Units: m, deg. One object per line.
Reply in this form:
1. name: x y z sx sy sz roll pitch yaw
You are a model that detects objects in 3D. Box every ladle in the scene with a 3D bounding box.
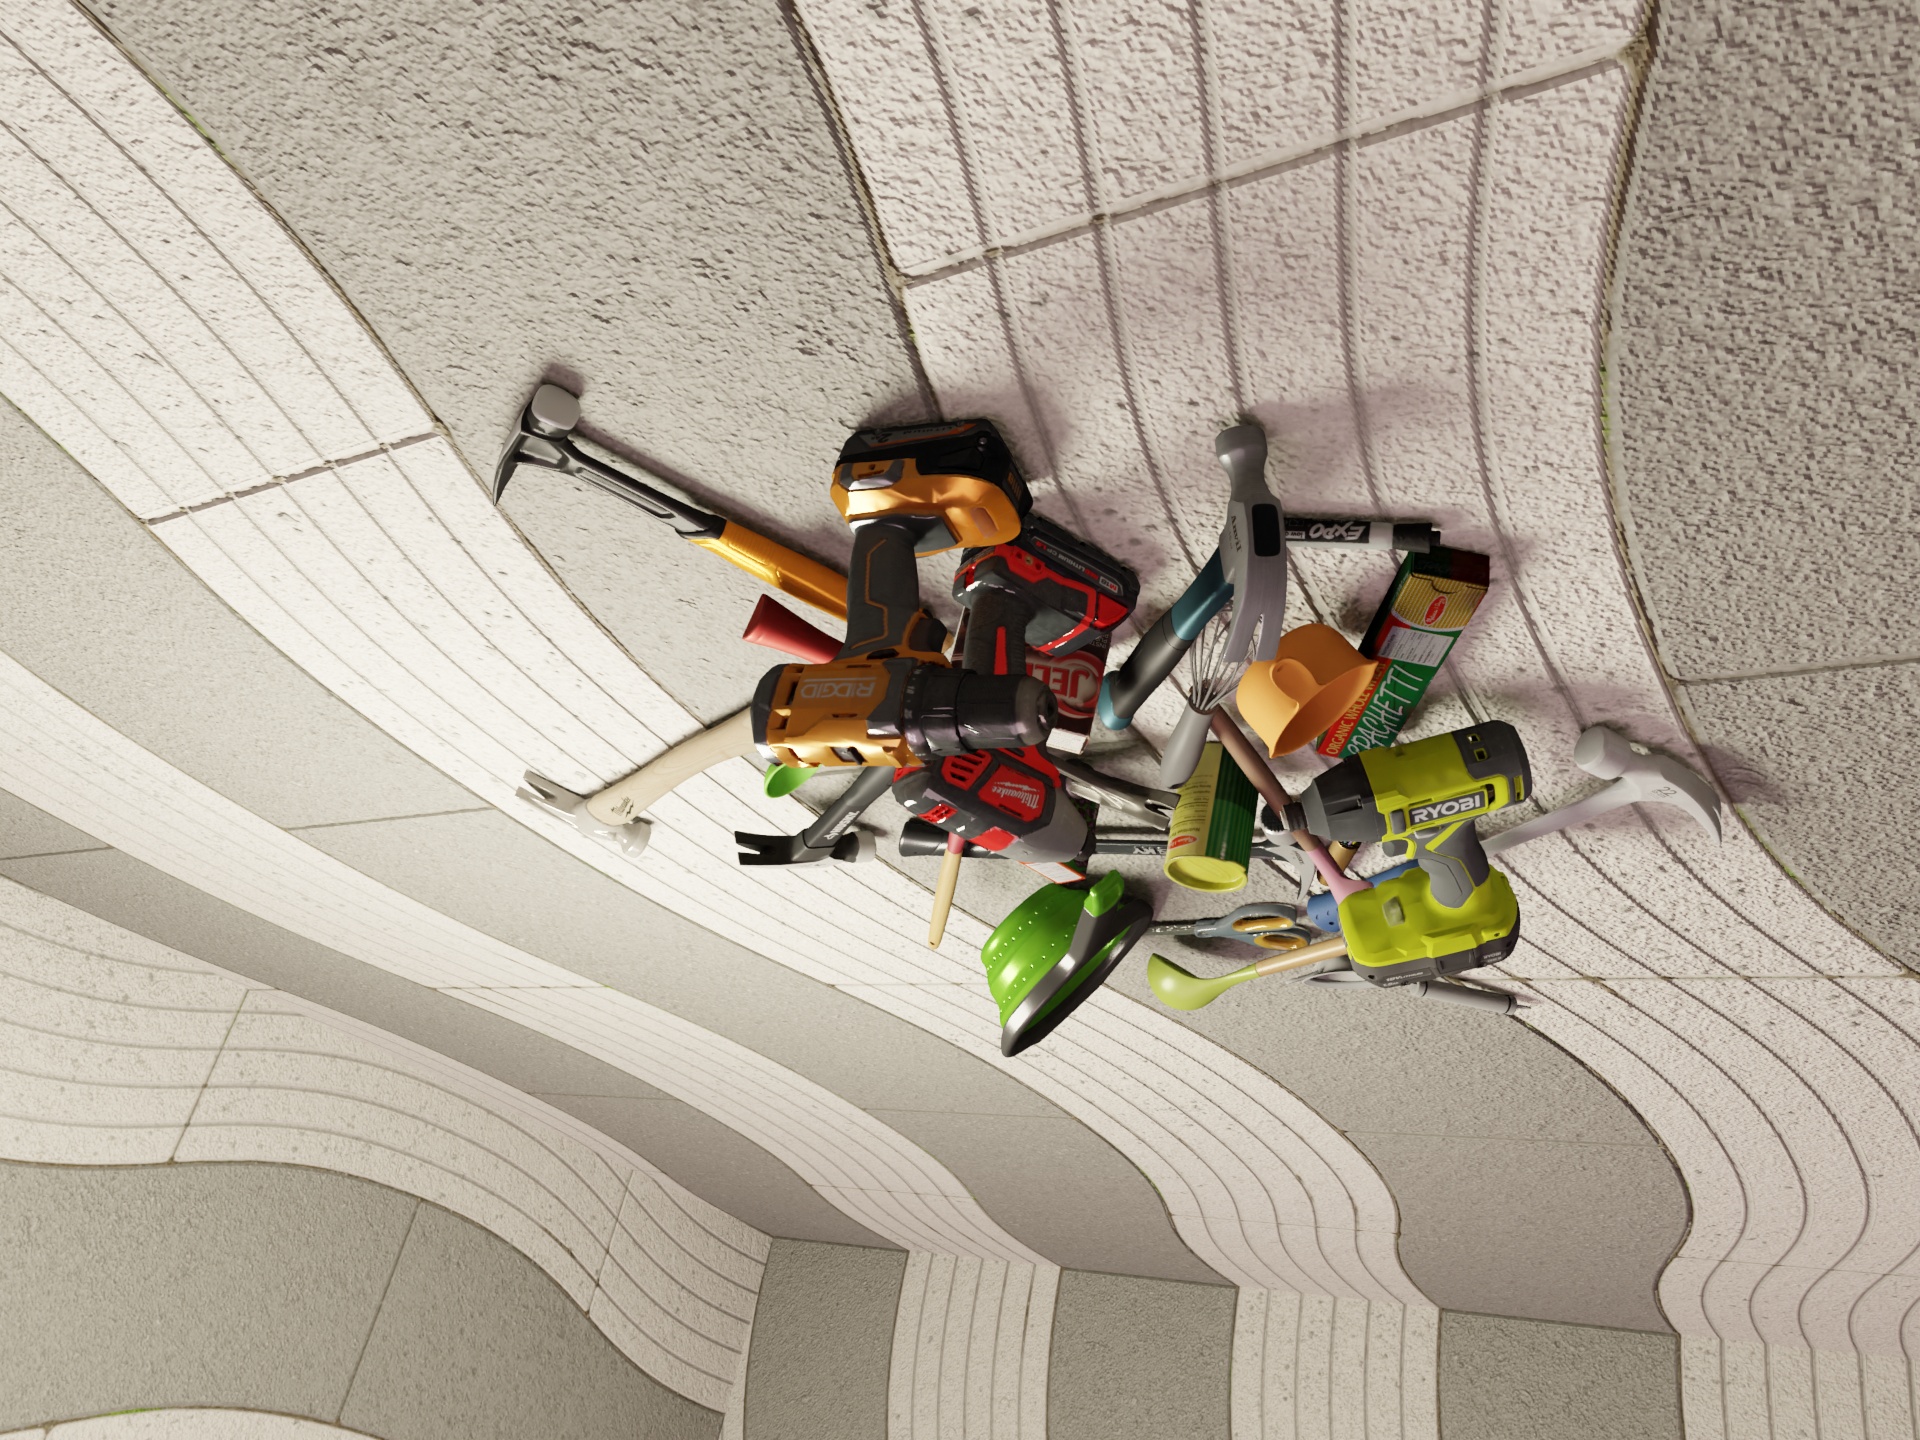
1. ladle: -0.008 0.134 1.485 0.069 0.031 0.315 26 144 11
2. ladle: 0.310 0.222 1.533 0.078 0.062 0.320 30 141 -33

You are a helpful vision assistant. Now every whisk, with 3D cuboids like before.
1. whisk: 0.179 -0.014 1.158 0.055 0.055 0.238 13 148 2
2. whisk: 0.323 0.085 1.309 0.047 0.051 0.244 30 159 14

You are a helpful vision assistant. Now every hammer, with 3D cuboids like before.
1. hammer: -0.089 0.062 1.418 0.146 0.035 0.334 -1 156 -28
2. hammer: -0.002 -0.004 1.211 0.358 0.037 0.149 26 176 -28
3. hammer: 0.125 0.116 1.455 0.409 0.036 0.149 -1 150 27
4. hammer: -0.169 -0.125 1.148 0.336 0.034 0.127 26 149 -21
5. hammer: 0.428 0.110 1.301 0.144 0.035 0.405 23 151 -17
6. hammer: -0.283 0.044 1.510 0.146 0.038 0.410 30 148 -25
7. hammer: 0.146 -0.063 1.061 0.033 0.128 0.331 -3 163 -11

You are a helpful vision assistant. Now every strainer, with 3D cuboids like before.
1. strainer: 0.442 0.258 1.563 0.258 0.050 0.087 12 159 -9

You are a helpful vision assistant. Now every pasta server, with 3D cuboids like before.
1. pasta server: 0.272 0.076 1.270 0.316 0.040 0.060 49 159 -27

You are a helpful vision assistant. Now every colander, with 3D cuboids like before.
1. colander: 0.090 0.193 1.490 0.094 0.204 0.396 45 161 17

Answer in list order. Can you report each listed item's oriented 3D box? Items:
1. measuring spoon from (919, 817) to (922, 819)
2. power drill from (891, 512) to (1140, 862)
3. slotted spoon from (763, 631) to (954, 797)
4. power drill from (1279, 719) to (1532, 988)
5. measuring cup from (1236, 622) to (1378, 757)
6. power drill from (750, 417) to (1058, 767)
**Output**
1. measuring spoon: 0.008 0.077 1.466 0.117 0.011 0.021 -12 141 34
2. power drill: 0.044 -0.014 1.053 0.143 0.220 0.078 27 149 -23
3. slotted spoon: -0.088 -0.004 1.331 0.313 0.070 0.031 -37 80 51
4. power drill: 0.336 0.102 1.188 0.171 0.080 0.223 -16 135 8
5. measuring cup: 0.212 -0.033 1.035 0.095 0.052 0.173 -43 155 10
6. power drill: -0.016 -0.073 0.966 0.185 0.226 0.084 -1 149 25
